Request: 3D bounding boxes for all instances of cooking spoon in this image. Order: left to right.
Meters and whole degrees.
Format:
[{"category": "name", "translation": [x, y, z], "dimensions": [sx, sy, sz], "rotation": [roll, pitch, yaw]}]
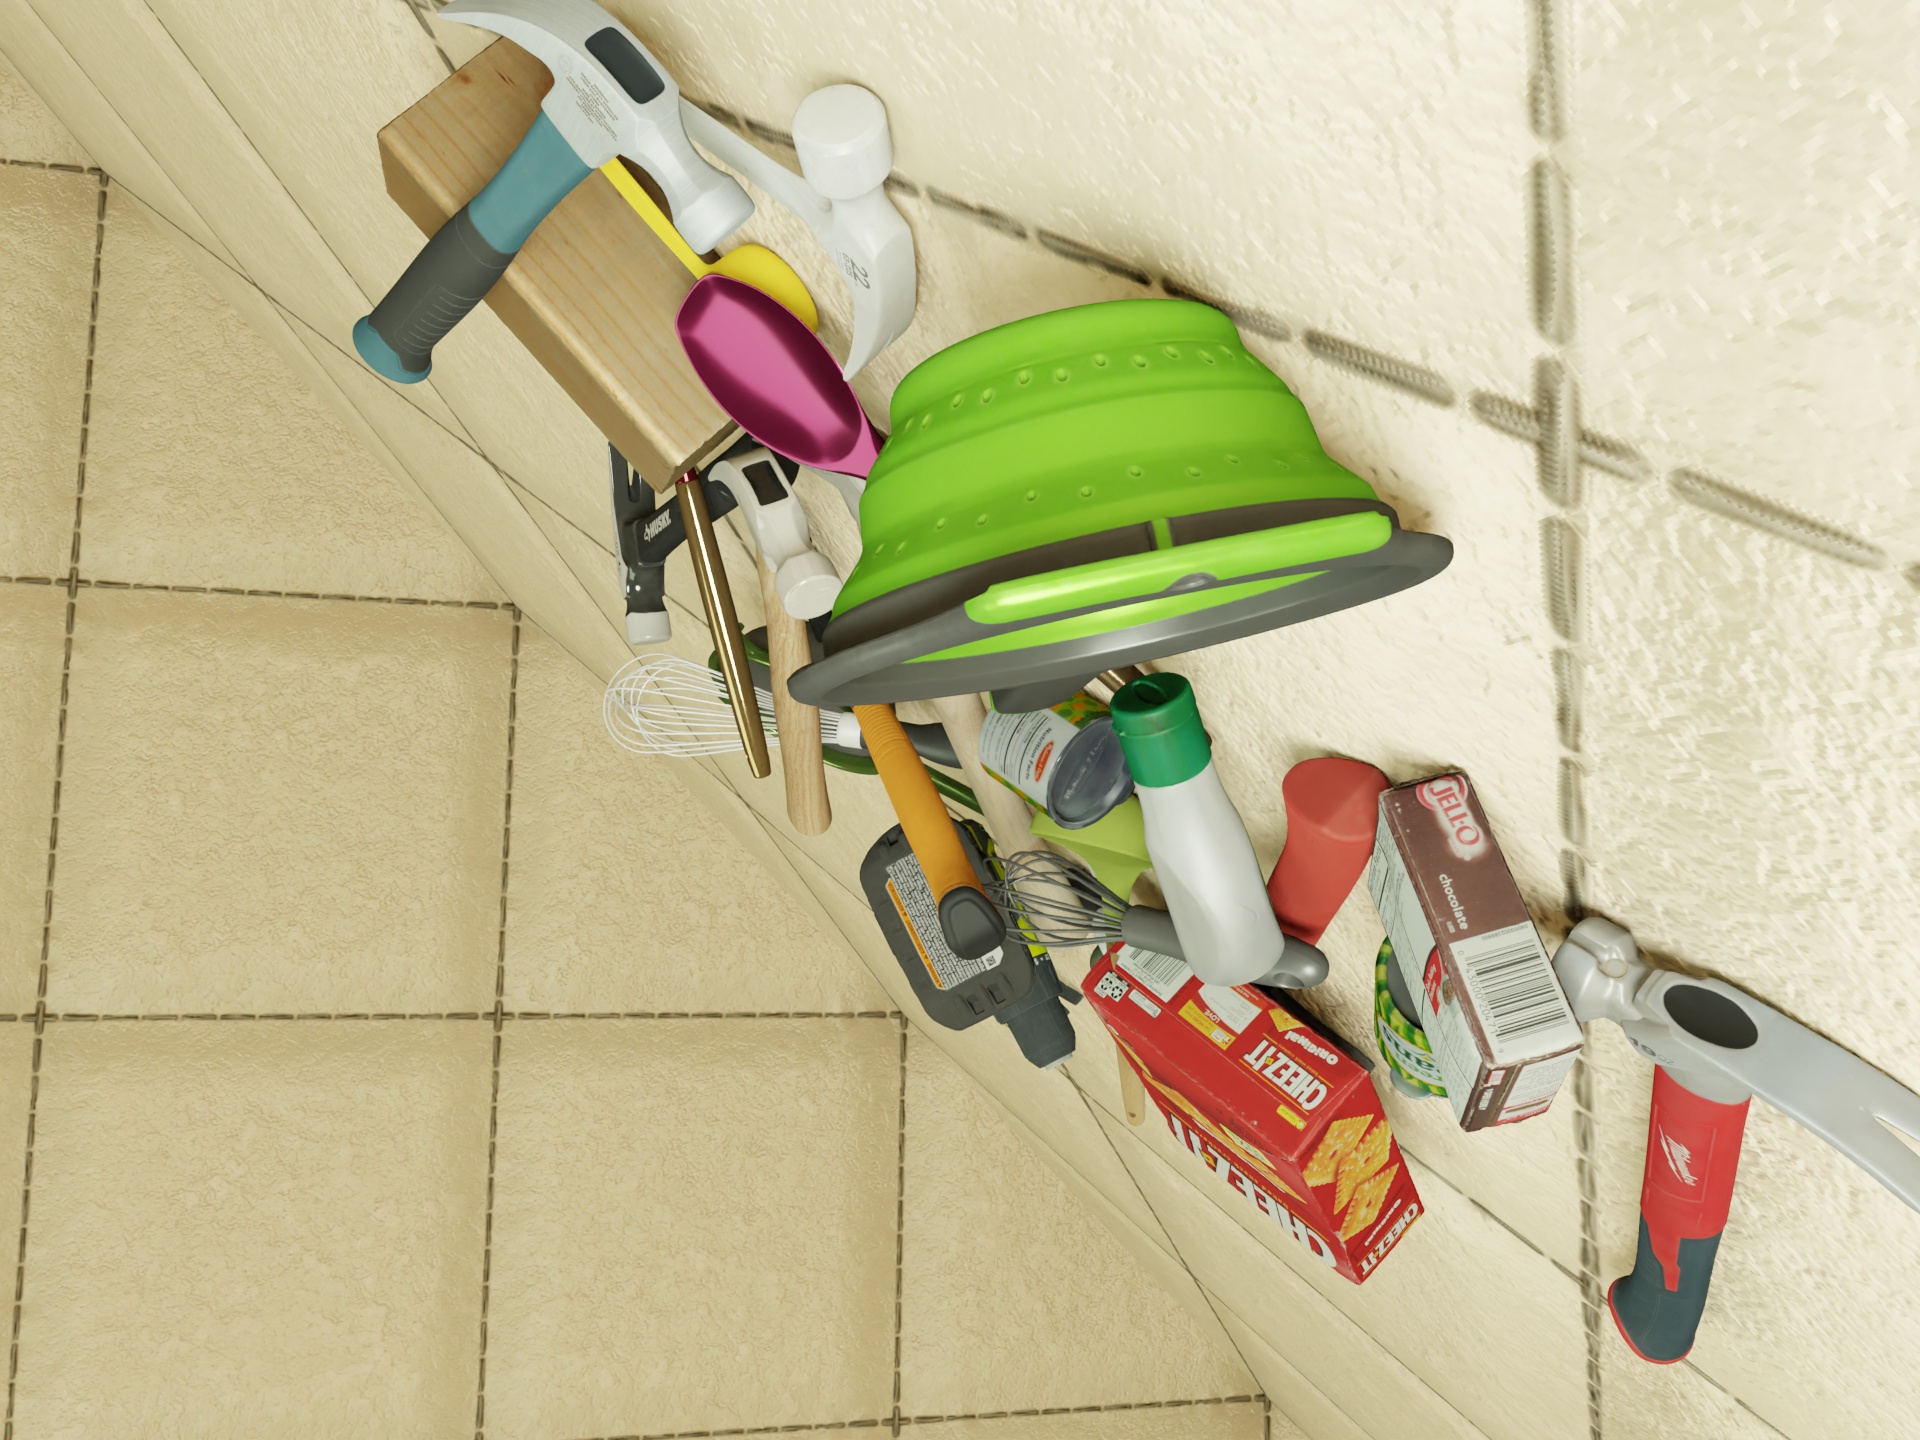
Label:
[{"category": "cooking spoon", "translation": [-0.003, -0.089, 0.737], "dimensions": [0.319, 0.017, 0.068], "rotation": [41, 133, -7]}]

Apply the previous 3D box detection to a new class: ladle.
[{"category": "ladle", "translation": [-0.154, -0.114, 0.929], "dimensions": [0.069, 0.031, 0.315], "rotation": [-150, 45, -69]}, {"category": "ladle", "translation": [0.095, 0.161, 0.989], "dimensions": [0.078, 0.062, 0.319], "rotation": [12, 134, 25]}]

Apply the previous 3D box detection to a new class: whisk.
[{"category": "whisk", "translation": [-0.101, 0.001, 1.045], "dimensions": [0.284, 0.070, 0.070], "rotation": [7, 155, 11]}, {"category": "whisk", "translation": [0.091, 0.104, 0.824], "dimensions": [0.239, 0.055, 0.055], "rotation": [7, 141, 50]}]

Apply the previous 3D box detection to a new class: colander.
[{"category": "colander", "translation": [0.034, -0.063, 0.574], "dimensions": [0.397, 0.204, 0.094], "rotation": [129, 130, -84]}]

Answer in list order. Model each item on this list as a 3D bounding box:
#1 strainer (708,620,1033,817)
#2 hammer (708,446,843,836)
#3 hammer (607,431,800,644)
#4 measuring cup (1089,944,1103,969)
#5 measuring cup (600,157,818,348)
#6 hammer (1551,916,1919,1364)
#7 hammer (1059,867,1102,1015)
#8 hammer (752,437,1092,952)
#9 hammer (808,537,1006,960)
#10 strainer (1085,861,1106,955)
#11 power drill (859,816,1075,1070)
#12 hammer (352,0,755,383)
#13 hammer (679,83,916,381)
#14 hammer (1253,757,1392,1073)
[{"category": "strainer", "translation": [-0.054, -0.004, 1.136], "dimensions": [0.256, 0.069, 0.151], "rotation": [28, 159, 1]}, {"category": "hammer", "translation": [-0.097, -0.028, 0.907], "dimensions": [0.331, 0.031, 0.130], "rotation": [92, 155, -58]}, {"category": "hammer", "translation": [-0.172, -0.143, 1.025], "dimensions": [0.335, 0.035, 0.146], "rotation": [-13, 84, 64]}, {"category": "measuring cup", "translation": [0.158, 0.215, 1.146], "dimensions": [0.168, 0.038, 0.083], "rotation": [41, 165, 29]}, {"category": "measuring cup", "translation": [-0.124, -0.232, 0.745], "dimensions": [0.156, 0.029, 0.062], "rotation": [48, 166, 1]}, {"category": "hammer", "translation": [0.325, 0.220, 0.683], "dimensions": [0.143, 0.038, 0.385], "rotation": [33, 161, 37]}, {"category": "hammer", "translation": [0.069, 0.174, 1.302], "dimensions": [0.149, 0.036, 0.408], "rotation": [44, 166, 5]}, {"category": "hammer", "translation": [-0.001, -0.003, 0.934], "dimensions": [0.146, 0.038, 0.410], "rotation": [34, 157, 43]}, {"category": "hammer", "translation": [-0.046, 0.007, 0.933], "dimensions": [0.337, 0.034, 0.127], "rotation": [62, 180, 41]}, {"category": "strainer", "translation": [0.098, 0.101, 1.007], "dimensions": [0.087, 0.050, 0.258], "rotation": [21, 146, 49]}, {"category": "power drill", "translation": [0.016, 0.155, 1.103], "dimensions": [0.191, 0.080, 0.228], "rotation": [63, -175, 14]}, {"category": "hammer", "translation": [-0.211, -0.215, 0.709], "dimensions": [0.128, 0.033, 0.331], "rotation": [52, 149, -17]}, {"category": "hammer", "translation": [-0.166, -0.289, 0.685], "dimensions": [0.406, 0.035, 0.144], "rotation": [40, 165, 23]}, {"category": "hammer", "translation": [0.174, 0.105, 0.802], "dimensions": [0.149, 0.037, 0.358], "rotation": [42, 166, 17]}]
